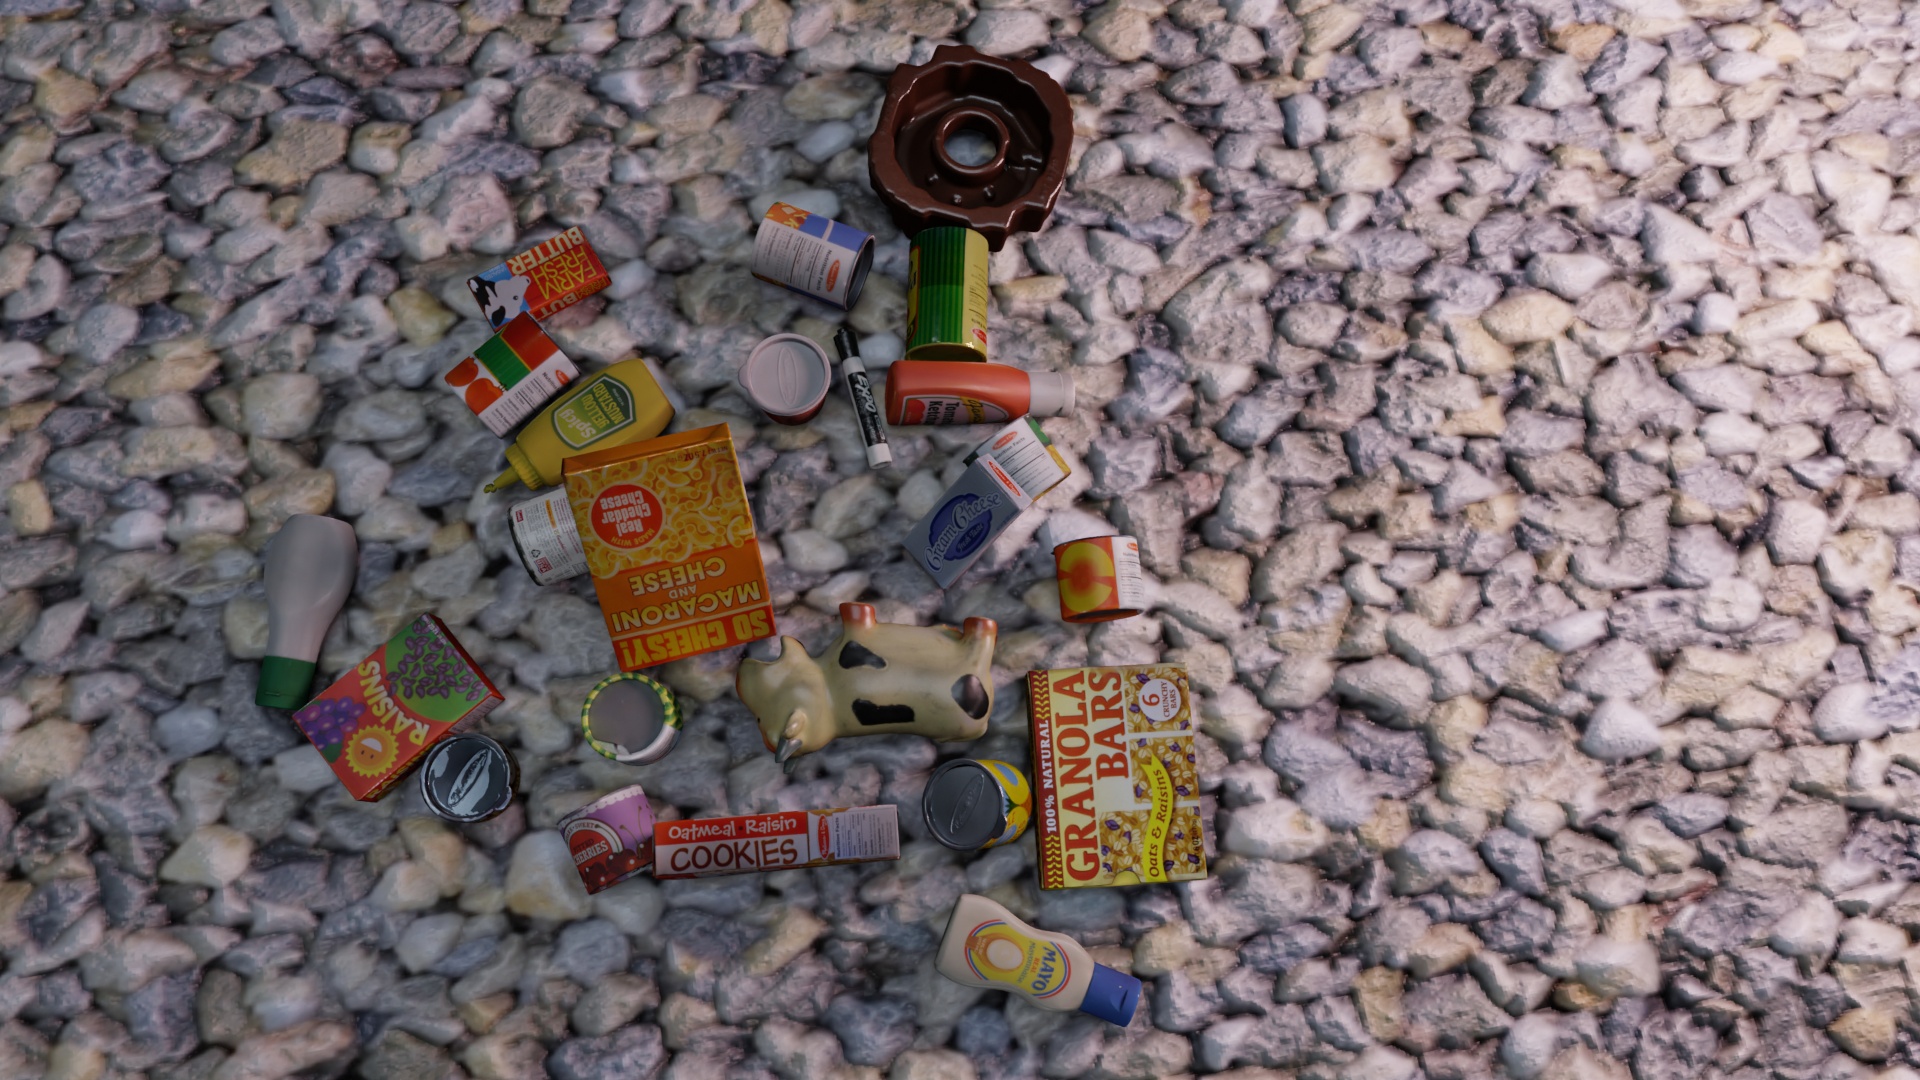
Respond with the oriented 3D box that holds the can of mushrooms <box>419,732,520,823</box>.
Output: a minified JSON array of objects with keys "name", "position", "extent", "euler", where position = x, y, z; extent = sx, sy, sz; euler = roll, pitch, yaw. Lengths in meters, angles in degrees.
[{"name":"can of mushrooms","position":[-0.366,0.180,1.044],"extent":[0.071,0.033,0.071],"euler":[1,76,-2]}]

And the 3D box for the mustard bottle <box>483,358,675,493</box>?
[{"name":"mustard bottle","position":[-0.306,-0.080,1.098],"extent":[0.160,0.048,0.065],"euler":[-34,79,-9]}]

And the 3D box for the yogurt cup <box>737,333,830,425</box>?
[{"name":"yogurt cup","position":[-0.137,-0.125,1.112],"extent":[0.072,0.054,0.072],"euler":[0,77,-2]}]

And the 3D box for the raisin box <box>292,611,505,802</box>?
[{"name":"raisin box","position":[-0.424,0.126,1.051],"extent":[0.123,0.040,0.086],"euler":[-40,82,-11]}]

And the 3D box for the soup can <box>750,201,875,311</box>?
[{"name":"soup can","position":[-0.119,-0.232,1.133],"extent":[0.084,0.071,0.071],"euler":[21,78,4]}]

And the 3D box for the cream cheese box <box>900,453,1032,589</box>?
[{"name":"cream cheese box","position":[0.004,-0.013,1.076],"extent":[0.053,0.024,0.103],"euler":[48,121,7]}]

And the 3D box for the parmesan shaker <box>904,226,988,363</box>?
[{"name":"parmesan shaker","position":[-0.010,-0.193,1.127],"extent":[0.071,0.071,0.103],"euler":[2,74,-2]}]

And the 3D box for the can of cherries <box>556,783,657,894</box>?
[{"name":"can of cherries","position":[-0.256,0.220,1.020],"extent":[0.071,0.071,0.058],"euler":[-26,81,-7]}]

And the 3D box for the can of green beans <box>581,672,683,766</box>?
[{"name":"can of green beans","position":[-0.247,0.135,1.046],"extent":[0.071,0.057,0.071],"euler":[0,77,-2]}]

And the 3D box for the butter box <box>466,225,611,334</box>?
[{"name":"butter box","position":[-0.345,-0.211,1.139],"extent":[0.104,0.024,0.053],"euler":[-29,79,-8]}]

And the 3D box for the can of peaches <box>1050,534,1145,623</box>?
[{"name":"can of peaches","position":[0.106,0.031,1.080],"extent":[0.071,0.071,0.058],"euler":[-6,78,-3]}]

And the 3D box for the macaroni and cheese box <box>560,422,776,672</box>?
[{"name":"macaroni and cheese box","position":[-0.215,0.006,1.039],"extent":[0.124,0.040,0.165],"euler":[-13,116,-8]}]

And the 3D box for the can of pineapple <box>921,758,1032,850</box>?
[{"name":"can of pineapple","position":[0.014,0.197,1.030],"extent":[0.071,0.058,0.071],"euler":[-4,80,26]}]

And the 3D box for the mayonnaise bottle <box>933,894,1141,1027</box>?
[{"name":"mayonnaise bottle","position":[0.058,0.314,1.024],"extent":[0.148,0.041,0.065],"euler":[20,76,3]}]

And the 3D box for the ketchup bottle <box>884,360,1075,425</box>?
[{"name":"ketchup bottle","position":[0.016,-0.118,1.114],"extent":[0.149,0.064,0.044],"euler":[-1,67,-11]}]

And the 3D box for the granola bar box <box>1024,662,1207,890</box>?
[{"name":"granola bar box","position":[0.117,0.179,1.059],"extent":[0.124,0.039,0.166],"euler":[-3,77,-3]}]

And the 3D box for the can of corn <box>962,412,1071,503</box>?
[{"name":"can of corn","position":[0.045,-0.058,1.097],"extent":[0.071,0.071,0.058],"euler":[-35,87,-9]}]

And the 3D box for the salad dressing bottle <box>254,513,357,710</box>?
[{"name":"salad dressing bottle","position":[-0.505,0.055,1.063],"extent":[0.064,0.044,0.148],"euler":[8,78,-2]}]

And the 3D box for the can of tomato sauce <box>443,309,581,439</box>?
[{"name":"can of tomato sauce","position":[-0.355,-0.132,1.100],"extent":[0.083,0.071,0.071],"euler":[-43,82,-9]}]

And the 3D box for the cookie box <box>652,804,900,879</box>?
[{"name":"cookie box","position":[-0.128,0.218,0.998],"extent":[0.167,0.122,0.040],"euler":[-4,77,-3]}]
